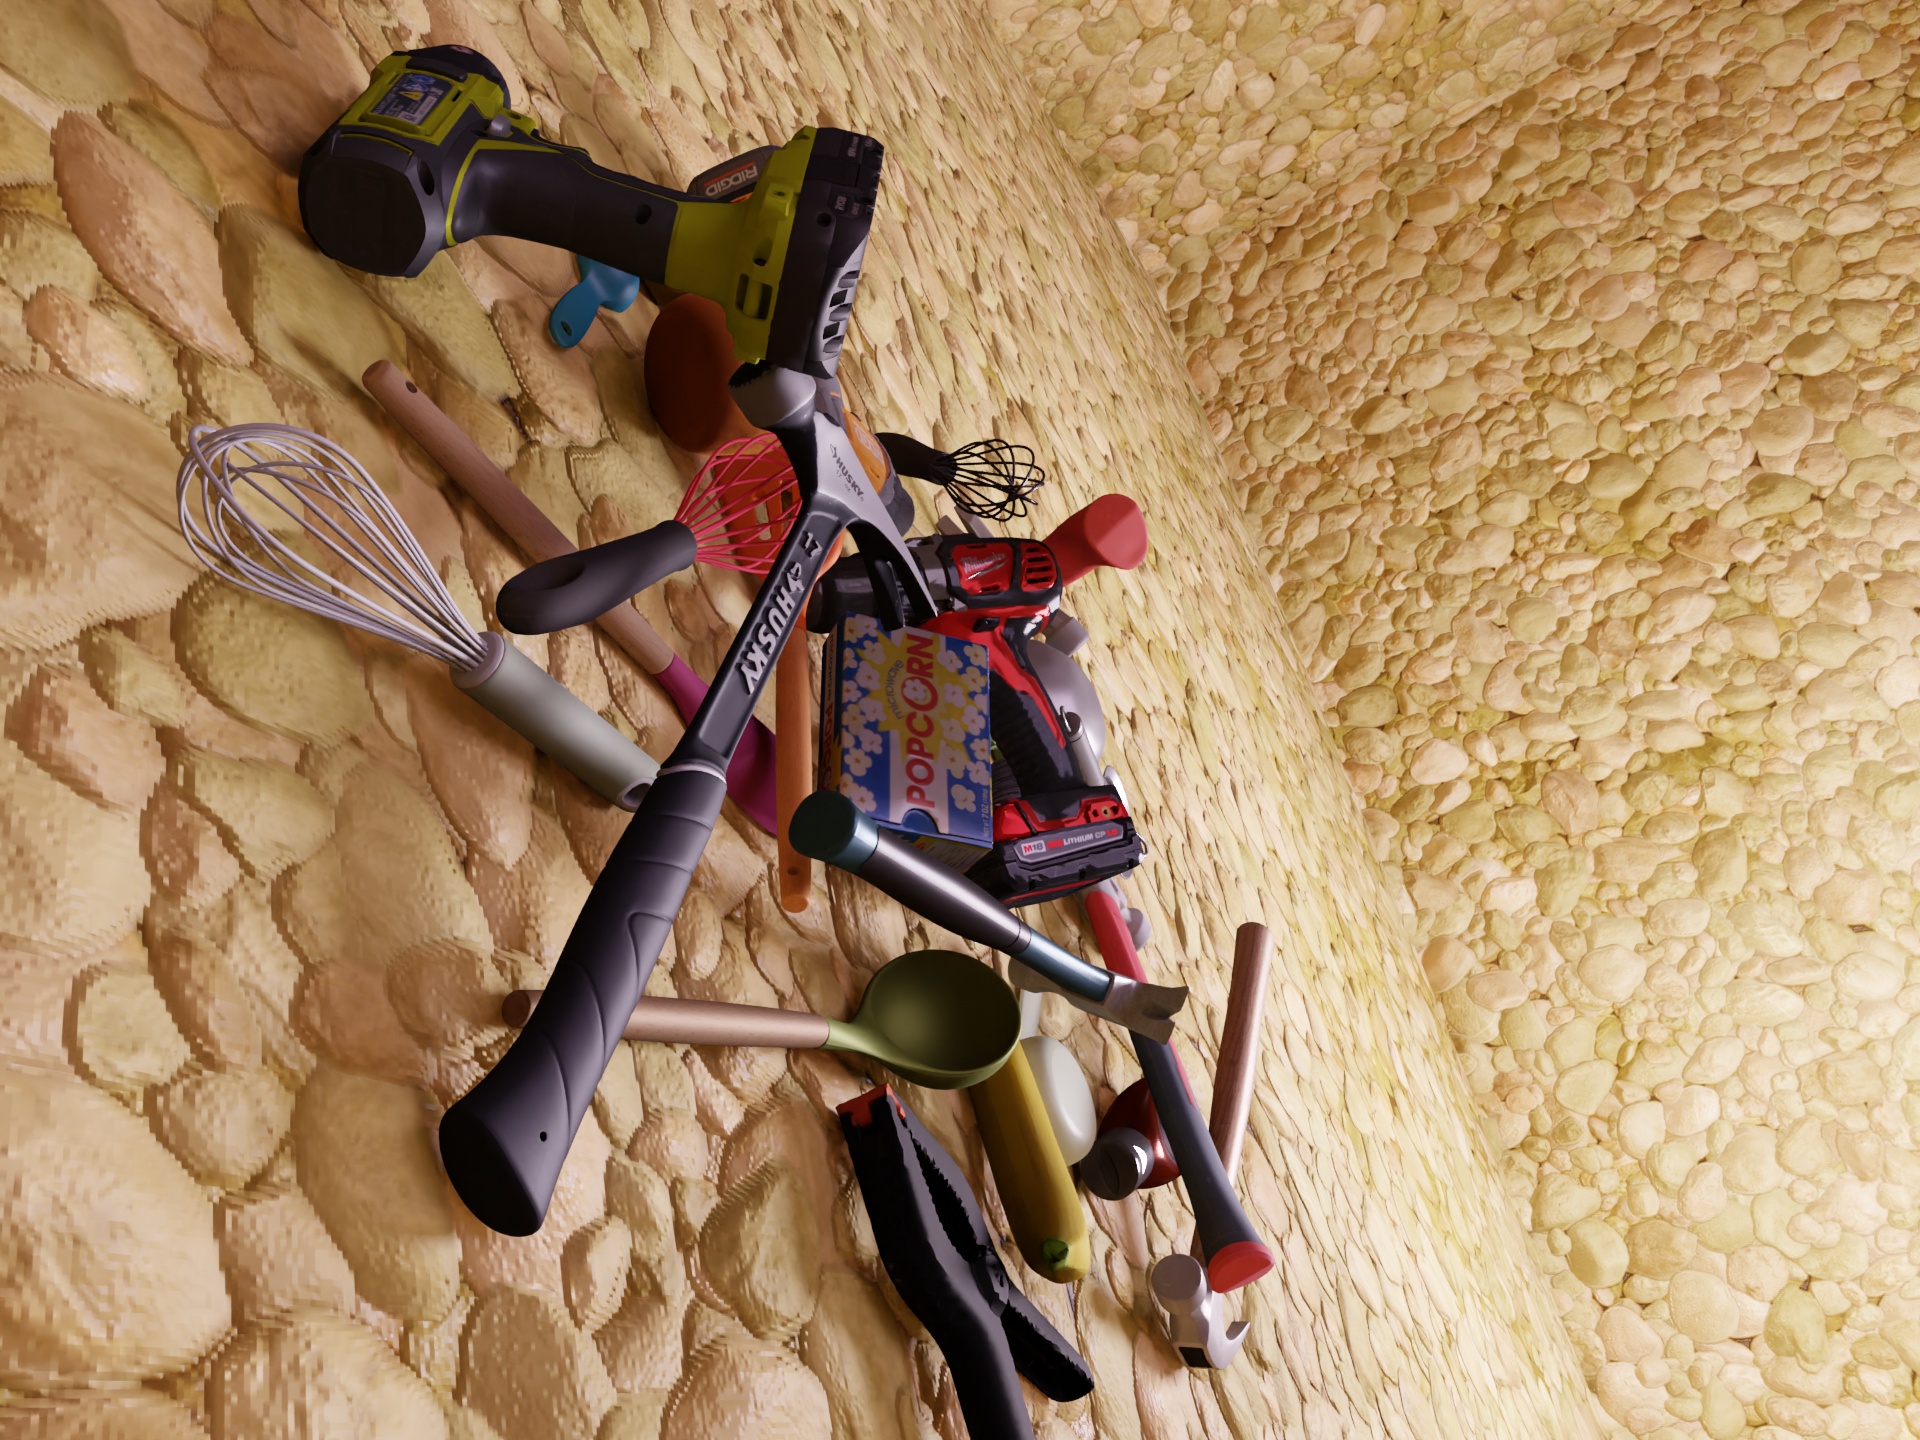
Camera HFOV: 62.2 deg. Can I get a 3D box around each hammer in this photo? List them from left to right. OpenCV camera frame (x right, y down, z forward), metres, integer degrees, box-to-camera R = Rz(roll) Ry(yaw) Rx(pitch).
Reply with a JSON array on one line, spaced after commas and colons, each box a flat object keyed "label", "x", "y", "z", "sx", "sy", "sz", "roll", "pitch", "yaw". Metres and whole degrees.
[{"label": "hammer", "x": -0.098, "y": 0.014, "z": 0.629, "sx": 0.149, "sy": 0.036, "sz": 0.409, "roll": 55, "pitch": 34, "yaw": -31}, {"label": "hammer", "x": 0.016, "y": 0.103, "z": 0.795, "sx": 0.330, "sy": 0.128, "sz": 0.033, "roll": 39, "pitch": 72, "yaw": -53}, {"label": "hammer", "x": 0.060, "y": -0.115, "z": 1.086, "sx": 0.149, "sy": 0.037, "sz": 0.359, "roll": 47, "pitch": -6, "yaw": -3}, {"label": "hammer", "x": 0.113, "y": 0.191, "z": 0.992, "sx": 0.143, "sy": 0.038, "sz": 0.387, "roll": 54, "pitch": 9, "yaw": -27}, {"label": "hammer", "x": 0.179, "y": 0.270, "z": 1.061, "sx": 0.332, "sy": 0.031, "sz": 0.129, "roll": -69, "pitch": 148, "yaw": -45}]

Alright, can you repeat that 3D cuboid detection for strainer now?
[{"label": "strainer", "x": 0.051, "y": -0.005, "z": 1.142, "sx": 0.151, "sy": 0.069, "sz": 0.256, "roll": 66, "pitch": 17, "yaw": 2}, {"label": "strainer", "x": 0.093, "y": 0.048, "z": 1.131, "sx": 0.258, "sy": 0.050, "sz": 0.087, "roll": 62, "pitch": 23, "yaw": -61}]

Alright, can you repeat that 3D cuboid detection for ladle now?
[{"label": "ladle", "x": -0.069, "y": 0.122, "z": 0.677, "sx": 0.078, "sy": 0.062, "sz": 0.320, "roll": 43, "pitch": 10, "yaw": 30}]

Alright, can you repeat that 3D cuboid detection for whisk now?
[{"label": "whisk", "x": -0.182, "y": -0.027, "z": 0.578, "sx": 0.059, "sy": 0.058, "sz": 0.246, "roll": 54, "pitch": 3, "yaw": 39}, {"label": "whisk", "x": -0.123, "y": -0.084, "z": 0.730, "sx": 0.073, "sy": 0.073, "sz": 0.296, "roll": 62, "pitch": 25, "yaw": -8}, {"label": "whisk", "x": -0.012, "y": -0.173, "z": 1.074, "sx": 0.055, "sy": 0.055, "sz": 0.239, "roll": 54, "pitch": -12, "yaw": -29}]

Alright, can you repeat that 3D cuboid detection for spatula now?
[{"label": "spatula", "x": -0.087, "y": -0.034, "z": 0.805, "sx": 0.323, "sy": 0.081, "sz": 0.041, "roll": -98, "pitch": -175, "yaw": -47}]

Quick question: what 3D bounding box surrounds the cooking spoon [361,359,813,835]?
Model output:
[{"label": "cooking spoon", "x": -0.151, "y": -0.042, "z": 0.720, "sx": 0.318, "sy": 0.017, "sz": 0.069, "roll": 50, "pitch": 23, "yaw": -40}]

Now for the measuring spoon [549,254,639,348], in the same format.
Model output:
[{"label": "measuring spoon", "x": -0.191, "y": -0.225, "z": 0.837, "sx": 0.042, "sy": 0.021, "sz": 0.129, "roll": 55, "pitch": 19, "yaw": -26}]

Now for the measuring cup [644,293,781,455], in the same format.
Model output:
[{"label": "measuring cup", "x": -0.151, "y": -0.219, "z": 0.862, "sx": 0.052, "sy": 0.095, "sz": 0.174, "roll": -15, "pitch": 66, "yaw": -42}]

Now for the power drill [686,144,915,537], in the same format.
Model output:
[{"label": "power drill", "x": -0.092, "y": -0.228, "z": 1.029, "sx": 0.185, "sy": 0.084, "sz": 0.226, "roll": 33, "pitch": 40, "yaw": -69}]

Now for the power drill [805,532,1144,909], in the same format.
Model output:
[{"label": "power drill", "x": -0.001, "y": -0.003, "z": 0.927, "sx": 0.187, "sy": 0.080, "sz": 0.227, "roll": -7, "pitch": 74, "yaw": -37}]

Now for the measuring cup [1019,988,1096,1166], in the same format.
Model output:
[{"label": "measuring cup", "x": 0.053, "y": 0.192, "z": 0.939, "sx": 0.083, "sy": 0.038, "sz": 0.168, "roll": 56, "pitch": 22, "yaw": -25}]

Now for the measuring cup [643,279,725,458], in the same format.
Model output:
[{"label": "measuring cup", "x": -0.160, "y": -0.220, "z": 0.932, "sx": 0.062, "sy": 0.029, "sz": 0.156, "roll": 6, "pitch": 73, "yaw": -73}]

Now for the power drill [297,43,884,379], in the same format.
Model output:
[{"label": "power drill", "x": -0.152, "y": -0.236, "z": 0.703, "sx": 0.223, "sy": 0.080, "sz": 0.171, "roll": 13, "pitch": 39, "yaw": -8}]
